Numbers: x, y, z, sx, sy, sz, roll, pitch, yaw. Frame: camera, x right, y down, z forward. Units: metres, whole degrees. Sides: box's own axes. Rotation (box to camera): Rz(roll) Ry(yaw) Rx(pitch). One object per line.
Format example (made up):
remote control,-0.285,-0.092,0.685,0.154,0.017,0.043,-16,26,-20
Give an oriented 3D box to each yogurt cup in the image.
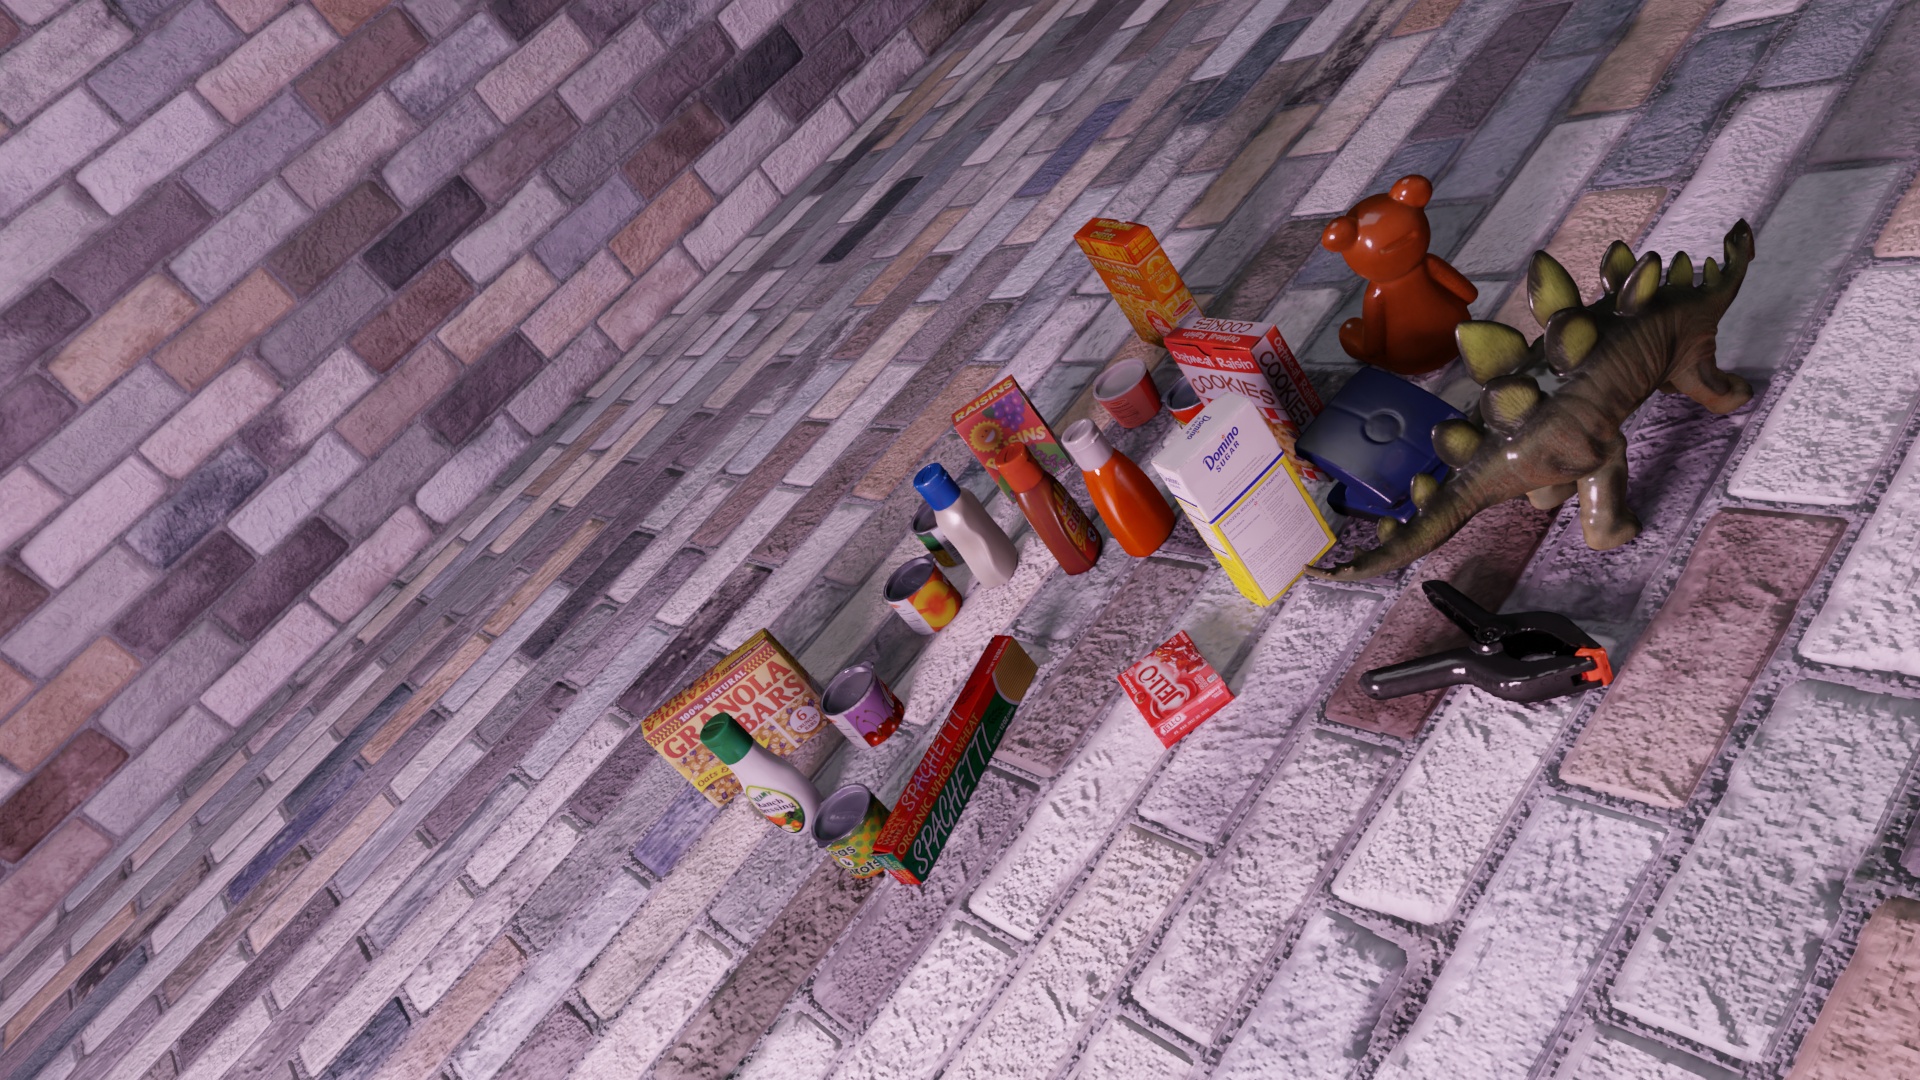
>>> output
yogurt cup,0.191,-0.164,1.565,0.072,0.053,0.073,-28,30,18

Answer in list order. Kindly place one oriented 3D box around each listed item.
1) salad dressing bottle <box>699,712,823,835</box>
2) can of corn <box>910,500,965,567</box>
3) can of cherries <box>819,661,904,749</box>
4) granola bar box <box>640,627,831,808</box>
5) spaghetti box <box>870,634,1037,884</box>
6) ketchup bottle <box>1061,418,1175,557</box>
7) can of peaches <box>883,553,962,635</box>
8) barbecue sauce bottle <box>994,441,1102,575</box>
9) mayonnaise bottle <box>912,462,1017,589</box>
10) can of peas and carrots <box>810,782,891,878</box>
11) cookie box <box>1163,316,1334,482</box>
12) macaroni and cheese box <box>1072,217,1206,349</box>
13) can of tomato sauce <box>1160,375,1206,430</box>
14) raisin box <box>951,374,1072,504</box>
salad dressing bottle,-0.193,0.225,1.344,0.064,0.147,0.044,-17,35,34
can of corn,-0.015,-0.013,1.578,0.071,0.058,0.071,-28,30,18
can of cherries,-0.098,0.167,1.412,0.071,0.058,0.072,-28,30,18
granola bar box,-0.232,0.189,1.466,0.165,0.124,0.039,-38,28,1
spaghetti box,-0.002,0.196,1.269,0.028,0.050,0.251,-7,42,44
ketchup bottle,0.152,-0.054,1.352,0.043,0.148,0.065,2,48,50
can of peaches,-0.039,0.058,1.502,0.071,0.058,0.071,-28,30,18
barbecue sauce bottle,0.088,-0.035,1.398,0.043,0.148,0.065,-21,33,30
mayonnaise bottle,0.005,-0.018,1.469,0.041,0.147,0.065,-21,33,29
can of peas and carrots,-0.094,0.266,1.264,0.071,0.058,0.071,-28,30,18
cookie box,0.278,-0.133,1.303,0.040,0.167,0.123,-47,29,-14
macaroni and cheese box,0.214,-0.296,1.611,0.040,0.166,0.124,-43,29,-7
can of tomato sauce,0.253,-0.124,1.406,0.071,0.083,0.071,-28,30,18
raisin box,0.059,-0.114,1.572,0.086,0.123,0.040,-33,29,11
